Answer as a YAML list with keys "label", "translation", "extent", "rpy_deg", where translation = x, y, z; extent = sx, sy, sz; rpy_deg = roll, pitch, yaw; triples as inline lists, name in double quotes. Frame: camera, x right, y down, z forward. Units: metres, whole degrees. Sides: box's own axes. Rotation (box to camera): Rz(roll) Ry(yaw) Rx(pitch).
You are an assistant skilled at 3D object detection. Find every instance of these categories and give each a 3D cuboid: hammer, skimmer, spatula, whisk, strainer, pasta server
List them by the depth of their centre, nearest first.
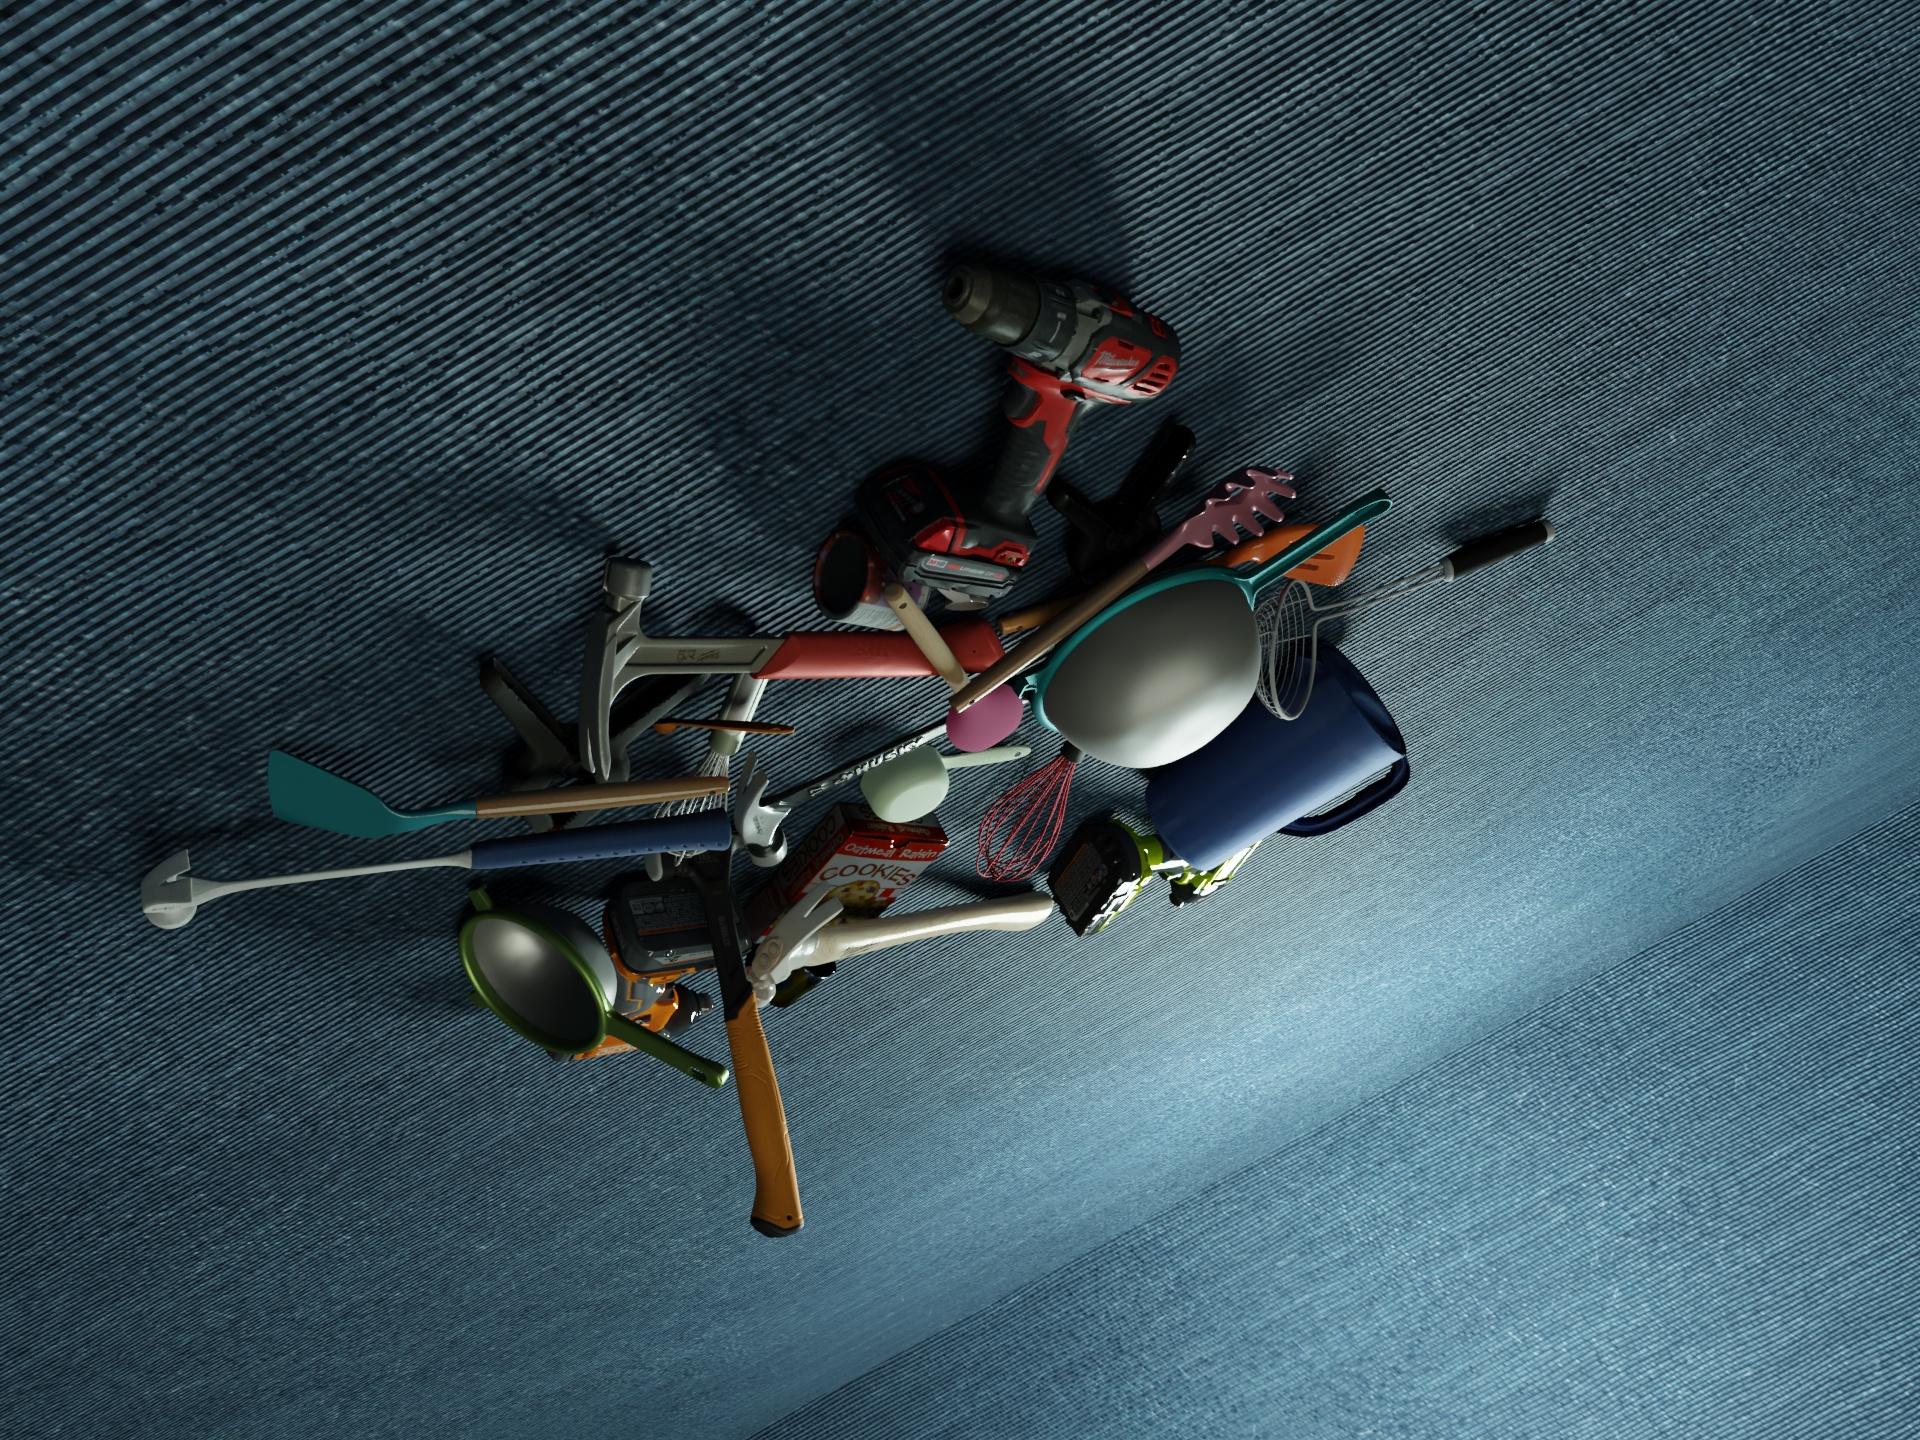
- label: "spatula"
  translation: [-0.322, 0.050, 1.138]
  extent: [0.317, 0.044, 0.082]
  rpy_deg: [-4, 143, -23]
- label: "hammer"
  translation: [-0.363, 0.100, 1.143]
  extent: [0.405, 0.035, 0.144]
  rpy_deg: [-5, 169, -26]
- label: "hammer"
  translation: [-0.110, -0.039, 1.169]
  extent: [0.359, 0.037, 0.149]
  rpy_deg: [-2, 108, -42]
- label: "pasta server"
  translation: [0.123, -0.100, 1.220]
  extent: [0.316, 0.040, 0.060]
  rpy_deg: [-37, 146, -8]
- label: "whisk"
  translation: [-0.188, 0.025, 1.241]
  extent: [0.057, 0.059, 0.246]
  rpy_deg: [17, 128, -15]
- label: "strainer"
  translation: [0.222, -0.061, 1.303]
  extent: [0.340, 0.095, 0.210]
  rpy_deg: [-34, 152, 12]
- label: "strainer"
  translation: [-0.291, 0.222, 1.311]
  extent: [0.069, 0.256, 0.151]
  rpy_deg: [-52, 162, -47]
- label: "hammer"
  translation: [-0.002, -0.004, 1.324]
  extent: [0.409, 0.036, 0.149]
  rpy_deg: [-26, 154, -11]
- label: "spatula"
  translation: [0.184, -0.113, 1.326]
  extent: [0.322, 0.041, 0.081]
  rpy_deg: [-16, 148, -16]
- label: "hammer"
  translation: [-0.174, 0.258, 1.331]
  extent: [0.127, 0.337, 0.034]
  rpy_deg: [-6, 168, -35]
- label: "skimmer"
  translation: [0.414, -0.110, 1.457]
  extent: [0.363, 0.090, 0.127]
  rpy_deg: [-21, 119, -15]
- label: "whisk"
  translation: [0.093, 0.046, 1.478]
  extent: [0.073, 0.073, 0.295]
  rpy_deg: [2, 132, -39]
- label: "hammer"
  translation: [-0.034, 0.195, 1.552]
  extent: [0.410, 0.038, 0.146]
  rpy_deg: [-2, 139, -51]

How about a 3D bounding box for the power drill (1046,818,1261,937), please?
- label: "power drill"
  translation: [0.212, 0.161, 1.716]
  extent: [0.223, 0.080, 0.171]
  rpy_deg: [-7, 143, -35]

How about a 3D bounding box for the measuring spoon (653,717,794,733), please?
- label: "measuring spoon"
  translation: [-0.177, 0.007, 1.188]
  extent: [0.117, 0.011, 0.021]
  rpy_deg: [3, -165, 19]

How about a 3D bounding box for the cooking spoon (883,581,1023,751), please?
- label: "cooking spoon"
  translation: [-0.006, -0.035, 1.206]
  extent: [0.069, 0.017, 0.318]
  rpy_deg: [-34, 155, 2]

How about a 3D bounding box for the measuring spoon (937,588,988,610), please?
- label: "measuring spoon"
  translation: [-0.004, -0.103, 1.187]
  extent: [0.034, 0.018, 0.124]
  rpy_deg: [-4, 170, 11]

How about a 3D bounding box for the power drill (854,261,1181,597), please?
- label: "power drill"
  translation: [0.021, -0.195, 1.051]
  extent: [0.187, 0.080, 0.226]
  rpy_deg: [7, 132, -43]

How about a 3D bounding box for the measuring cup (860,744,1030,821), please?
- label: "measuring cup"
  translation: [-0.006, 0.051, 1.421]
  extent: [0.167, 0.038, 0.083]
  rpy_deg: [-10, 144, -23]

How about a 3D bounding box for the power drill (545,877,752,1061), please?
- label: "power drill"
  translation: [-0.272, 0.229, 1.443]
  extent: [0.164, 0.084, 0.226]
  rpy_deg: [-3, 145, -36]
